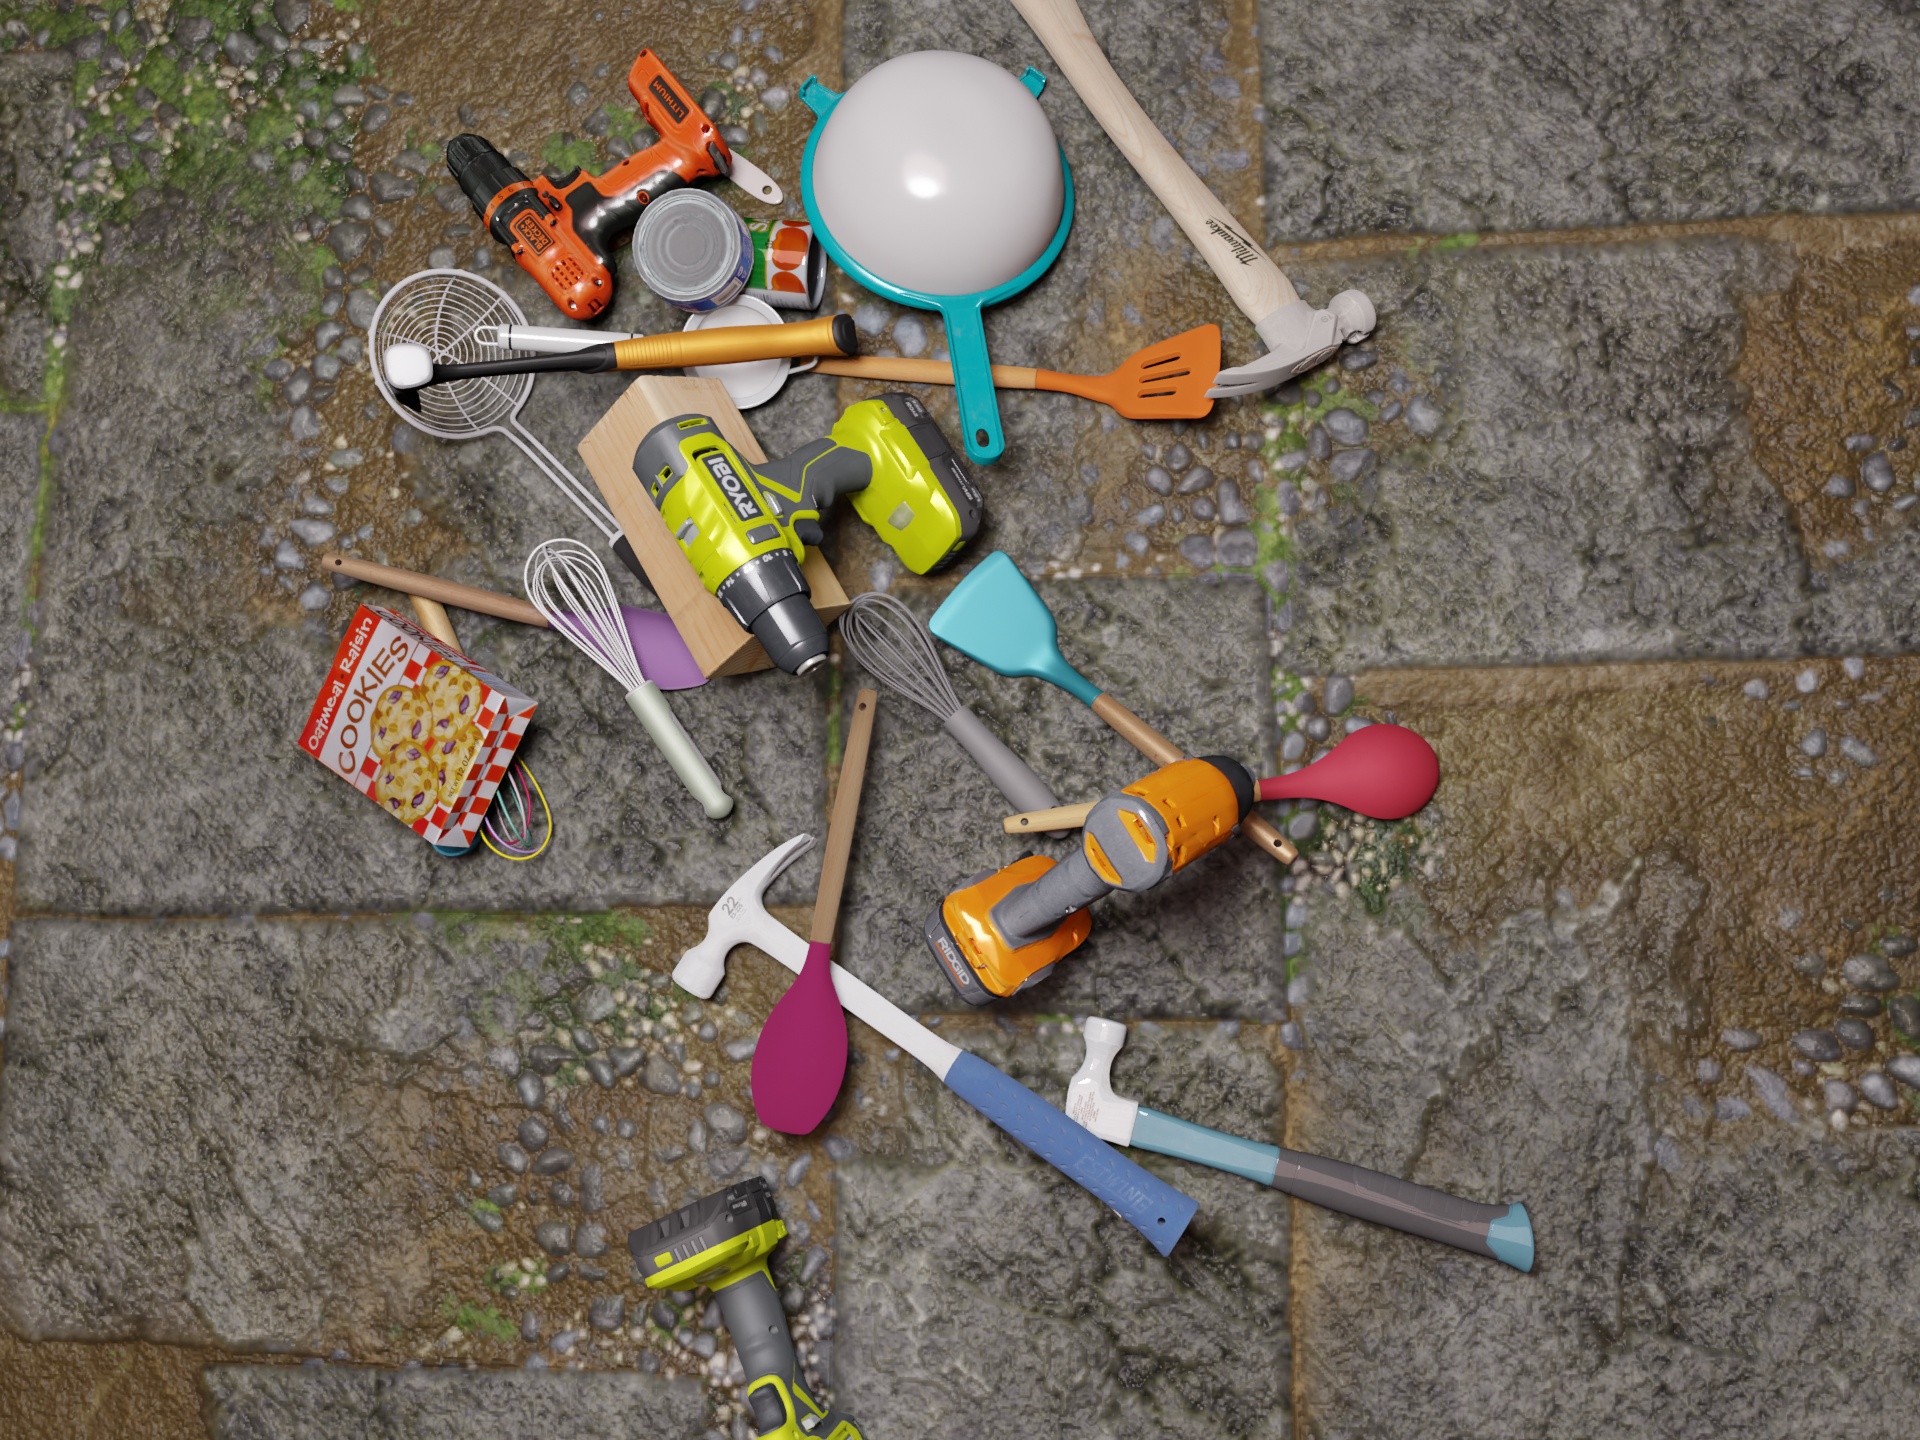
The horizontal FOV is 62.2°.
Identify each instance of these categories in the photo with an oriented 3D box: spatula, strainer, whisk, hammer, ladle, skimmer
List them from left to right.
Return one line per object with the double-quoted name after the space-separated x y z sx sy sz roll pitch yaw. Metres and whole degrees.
-0.378 -0.003 1.223 0.047 0.051 0.245 -29 77 8 "whisk"
-0.341 -0.083 1.227 0.316 0.018 0.060 15 80 2 "spatula"
-0.301 -0.193 1.212 0.127 0.090 0.363 -42 79 -19 "skimmer"
-0.243 -0.266 1.166 0.337 0.127 0.034 -9 96 -14 "hammer"
-0.245 -0.030 1.192 0.059 0.058 0.246 -35 92 -10 "whisk"
-0.240 -0.288 1.220 0.258 0.050 0.087 2 101 -9 "strainer"
-0.011 0.233 1.125 0.406 0.035 0.144 32 87 17 "hammer"
-0.002 -0.359 1.163 0.211 0.095 0.341 -6 74 -10 "strainer"
-0.002 -0.004 1.175 0.055 0.055 0.239 -43 84 0 "whisk"
0.034 -0.267 1.207 0.322 0.041 0.081 6 69 9 "spatula"
0.114 -0.001 1.139 0.318 0.044 0.082 40 83 25 "spatula"
0.138 -0.423 1.200 0.146 0.038 0.411 -28 76 -21 "hammer"
0.187 0.053 1.137 0.315 0.031 0.069 -8 78 2 "ladle"
0.232 0.313 1.104 0.331 0.033 0.128 15 83 9 "hammer"

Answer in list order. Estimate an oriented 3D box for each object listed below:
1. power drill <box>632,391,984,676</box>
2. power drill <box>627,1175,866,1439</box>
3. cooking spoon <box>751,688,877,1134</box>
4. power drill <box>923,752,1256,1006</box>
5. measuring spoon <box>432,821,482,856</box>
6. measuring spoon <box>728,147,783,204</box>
-0.094 -0.138 1.116 0.191 0.228 0.080 57 136 9 "power drill"
-0.137 0.431 1.068 0.080 0.171 0.223 -26 77 3 "power drill"
-0.096 0.133 1.136 0.069 0.017 0.319 8 81 15 "cooking spoon"
0.096 0.098 1.069 0.226 0.164 0.084 -40 78 40 "power drill"
-0.393 0.045 1.233 0.042 0.021 0.129 -16 71 8 "measuring spoon"
-0.191 -0.453 1.273 0.124 0.018 0.034 39 88 10 "measuring spoon"
